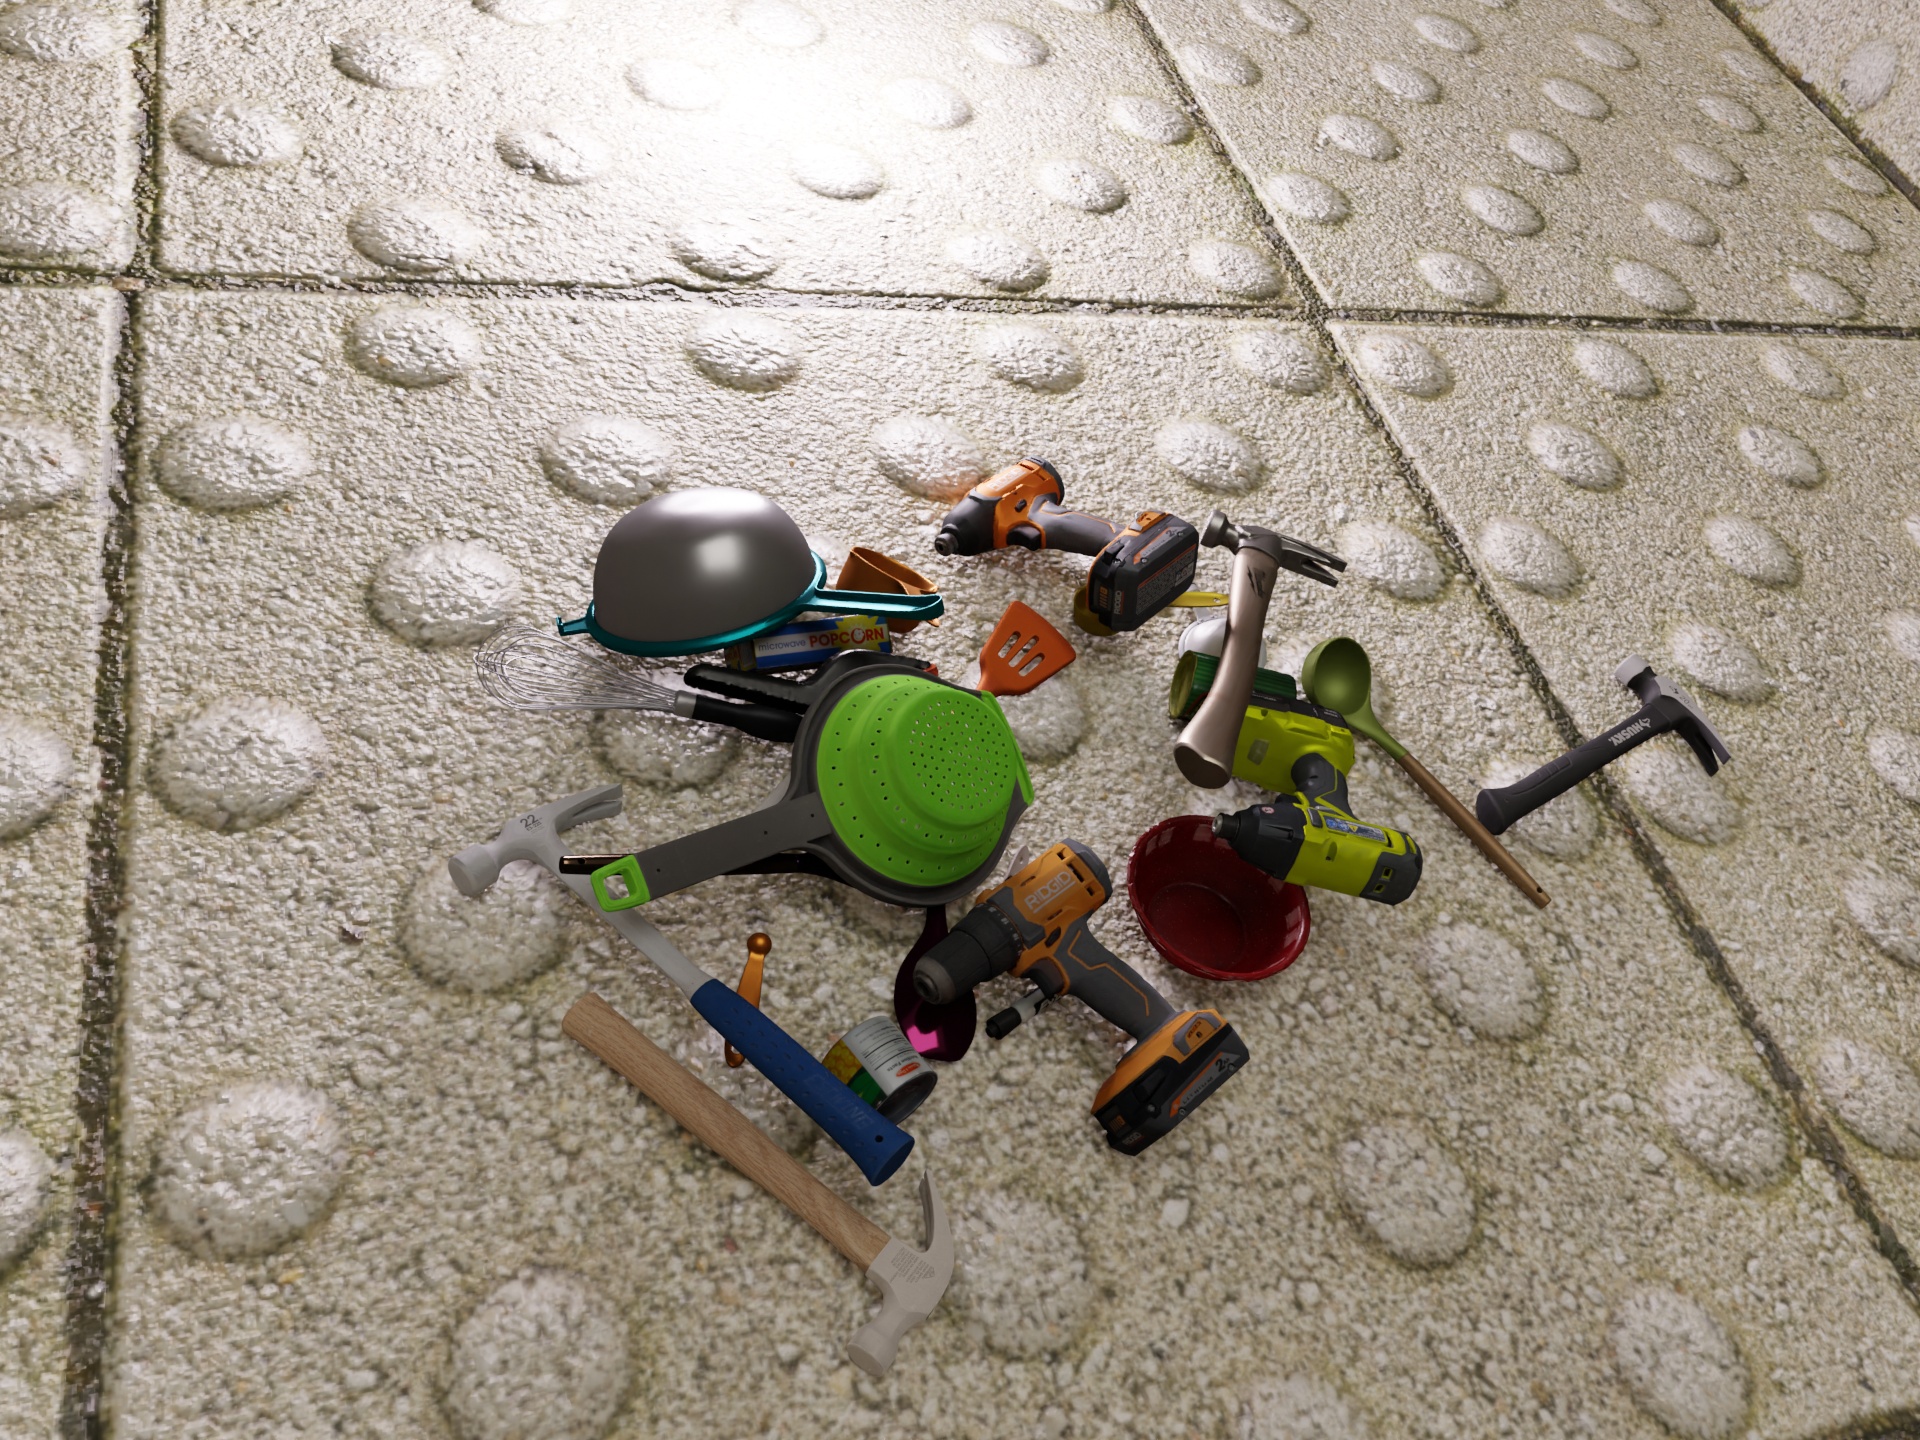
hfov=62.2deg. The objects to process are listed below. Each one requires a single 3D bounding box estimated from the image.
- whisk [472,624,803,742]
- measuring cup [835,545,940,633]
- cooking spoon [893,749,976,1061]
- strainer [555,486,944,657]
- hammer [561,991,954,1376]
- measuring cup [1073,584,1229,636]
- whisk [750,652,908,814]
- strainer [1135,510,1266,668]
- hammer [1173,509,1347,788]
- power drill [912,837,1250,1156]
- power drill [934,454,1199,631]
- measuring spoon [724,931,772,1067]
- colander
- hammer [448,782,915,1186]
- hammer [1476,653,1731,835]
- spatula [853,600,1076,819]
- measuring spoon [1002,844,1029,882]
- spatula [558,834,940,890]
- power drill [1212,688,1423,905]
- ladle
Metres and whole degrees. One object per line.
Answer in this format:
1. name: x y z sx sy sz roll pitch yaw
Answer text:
1. whisk: -0.262 -0.020 1.328 0.284 0.070 0.070 13 49 -14
2. measuring cup: -0.058 -0.098 1.415 0.095 0.052 0.174 21 17 -27
3. cooking spoon: -0.020 0.133 1.303 0.068 0.017 0.319 12 49 -16
4. strainer: -0.170 -0.137 1.323 0.340 0.095 0.211 7 34 29
5. hammer: -0.145 0.301 1.117 0.331 0.031 0.130 36 50 12
6. measuring cup: 0.186 -0.107 1.543 0.156 0.029 0.062 -2 44 -7
7. whisk: -0.112 0.026 1.344 0.058 0.059 0.246 23 51 24
8. strainer: 0.231 -0.122 1.583 0.087 0.050 0.259 -18 55 -12
9. hammer: 0.265 -0.066 1.448 0.146 0.038 0.411 21 38 3
10. power drill: 0.087 0.218 1.211 0.185 0.084 0.226 -31 74 -34
11. power drill: 0.094 -0.169 1.524 0.227 0.084 0.164 29 47 30
12. measuring spoon: -0.160 0.208 1.201 0.021 0.011 0.117 14 49 -7
13. colander: -0.087 0.061 1.210 0.397 0.094 0.204 -19 83 -35
14. hammer: -0.190 0.186 1.157 0.406 0.035 0.144 36 49 24
15. hammer: 0.630 0.041 1.581 0.335 0.035 0.146 -23 61 -32
16. spatula: -0.002 -0.004 1.389 0.081 0.041 0.323 43 42 3
17. measuring spoon: 0.031 0.146 1.311 0.018 0.034 0.124 -10 32 31
18. spatula: -0.152 0.108 1.225 0.315 0.018 0.060 2 56 -31
19. power drill: 0.286 0.063 1.370 0.171 0.080 0.223 14 28 -9
20. ladle: 0.442 0.048 1.501 0.078 0.062 0.320 -31 69 -26
